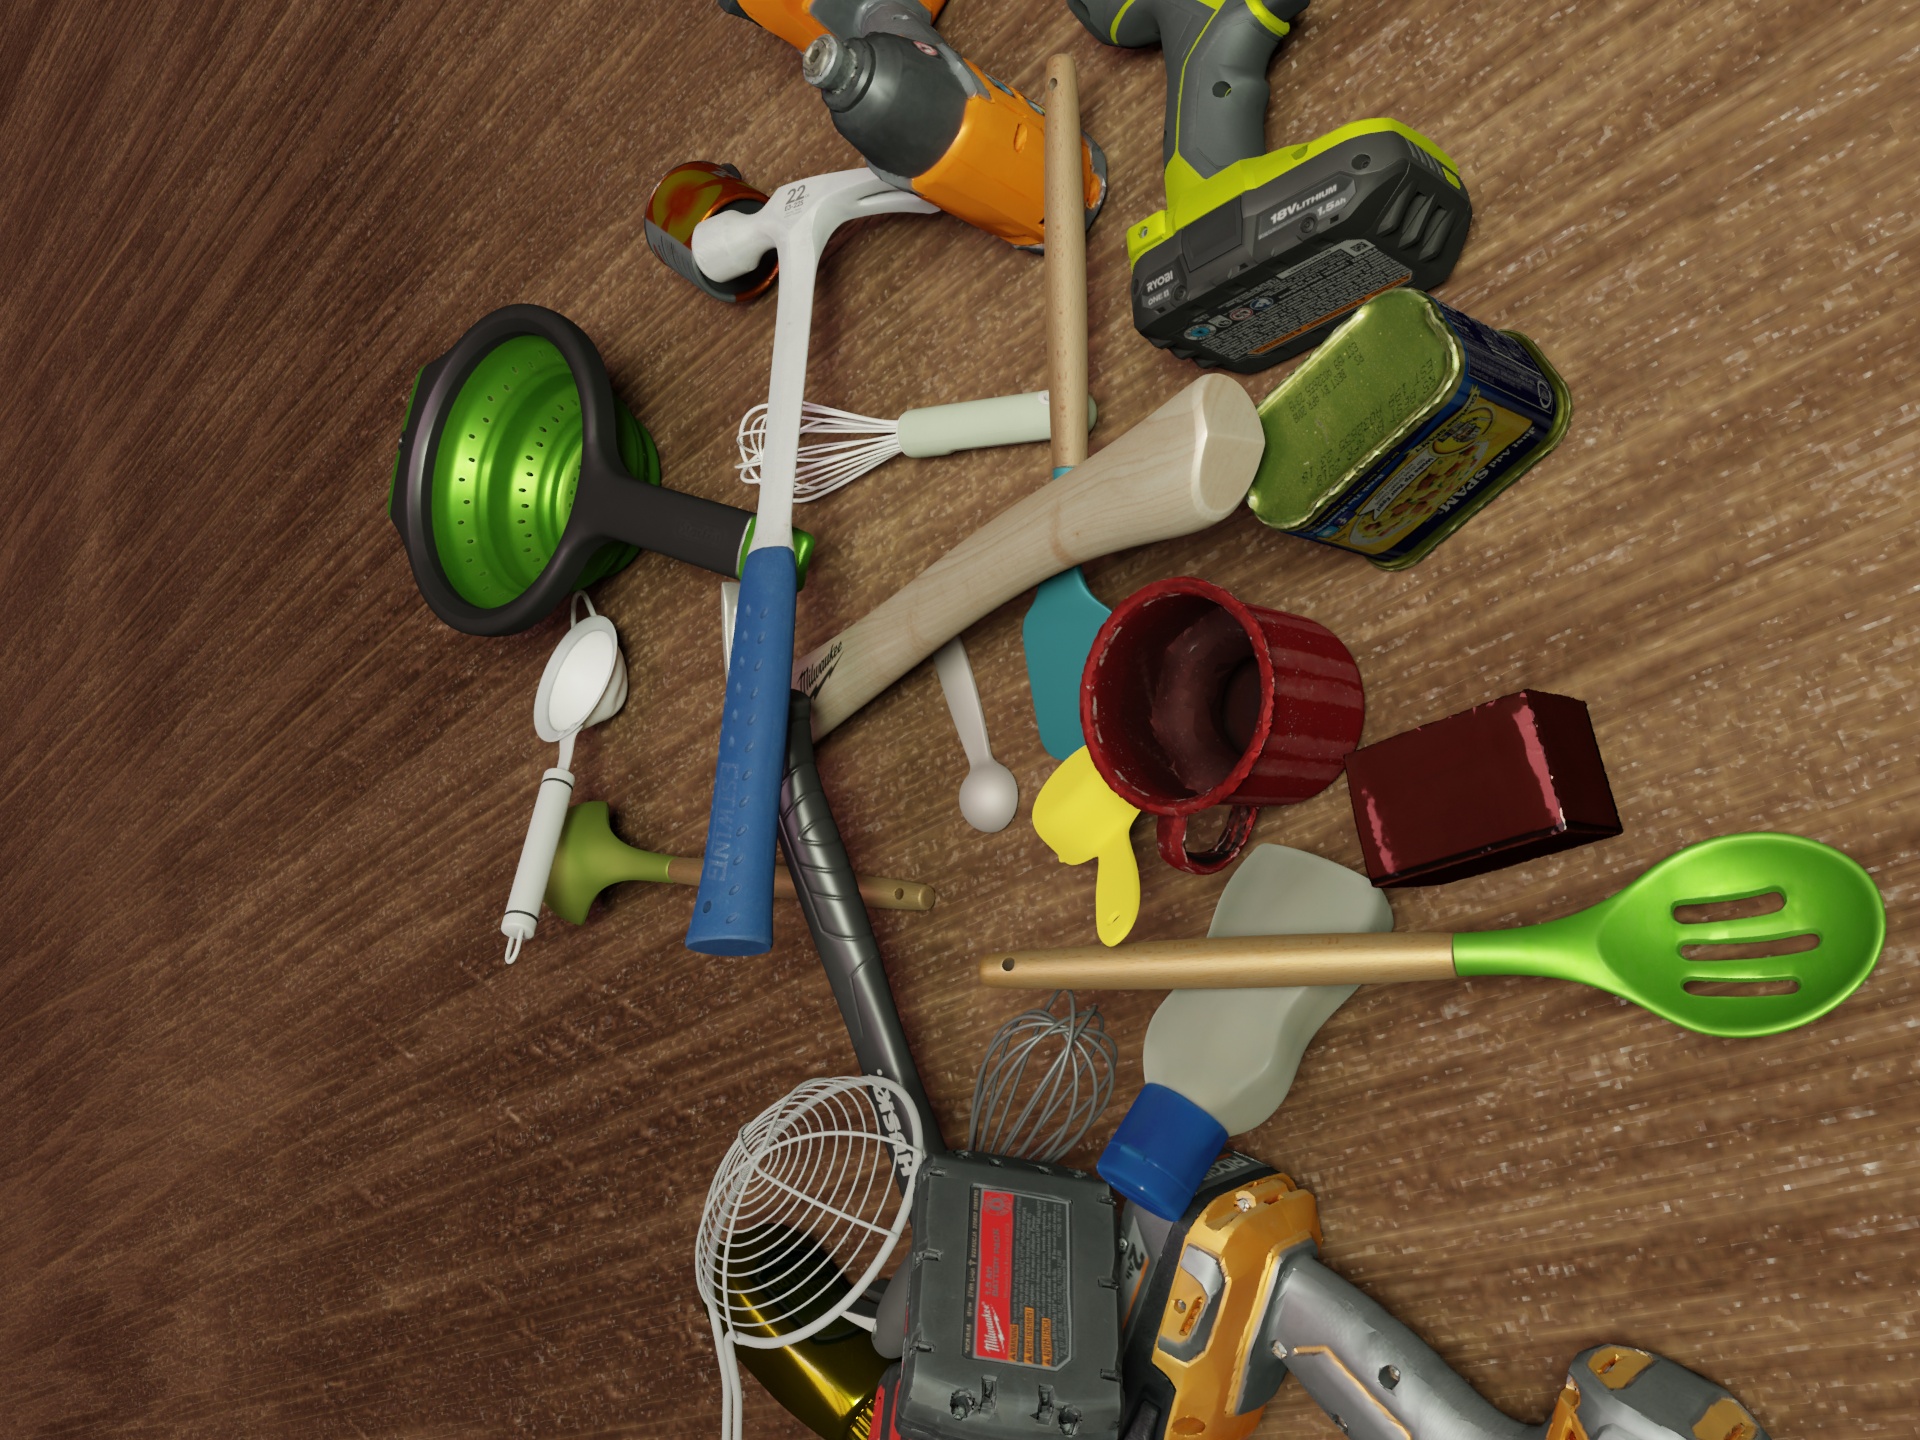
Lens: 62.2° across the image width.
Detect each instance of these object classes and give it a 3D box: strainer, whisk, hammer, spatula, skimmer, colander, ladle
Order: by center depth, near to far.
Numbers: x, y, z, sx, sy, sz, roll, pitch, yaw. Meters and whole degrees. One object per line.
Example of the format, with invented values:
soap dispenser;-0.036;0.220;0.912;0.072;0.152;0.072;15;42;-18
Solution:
whisk;0.006;0.203;0.686;0.055;0.055;0.238;51;131;35
spatula;0.054;-0.138;0.717;0.082;0.044;0.317;-1;90;44
skimmer;-0.076;0.344;0.725;0.127;0.090;0.363;17;105;58
hammer;-0.012;-0.062;0.738;0.410;0.038;0.146;-29;66;53
hammer;-0.086;-0.091;0.765;0.144;0.035;0.406;-10;66;32
hammer;-0.048;0.140;0.770;0.146;0.035;0.335;-25;82;40
whisk;-0.031;-0.147;0.824;0.246;0.058;0.059;2;122;42
ladle;-0.136;0.090;0.911;0.320;0.062;0.078;1;77;38
colander;-0.198;-0.128;0.950;0.397;0.094;0.204;20;98;40
strainer;-0.241;0.032;0.965;0.087;0.050;0.259;-26;44;36

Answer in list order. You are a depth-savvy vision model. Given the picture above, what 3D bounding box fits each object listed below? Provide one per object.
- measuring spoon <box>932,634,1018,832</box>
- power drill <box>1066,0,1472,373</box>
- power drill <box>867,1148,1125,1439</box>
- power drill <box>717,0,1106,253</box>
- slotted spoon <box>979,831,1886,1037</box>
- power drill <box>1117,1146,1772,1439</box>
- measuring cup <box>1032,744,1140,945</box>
measuring spoon;-0.001;-0.003;0.795;0.034;0.018;0.124;-34;63;38
power drill;0.128;-0.275;0.655;0.171;0.080;0.223;-20;70;43
power drill;0.000;0.288;0.636;0.143;0.078;0.219;-85;7;-53
power drill;-0.040;-0.325;0.764;0.084;0.164;0.227;-49;53;26
slotted spoon;0.151;0.083;0.569;0.314;0.031;0.070;-7;59;25
power drill;0.152;0.281;0.580;0.226;0.084;0.185;21;103;39
measuring cup;0.055;0.049;0.659;0.029;0.157;0.062;43;105;-11
